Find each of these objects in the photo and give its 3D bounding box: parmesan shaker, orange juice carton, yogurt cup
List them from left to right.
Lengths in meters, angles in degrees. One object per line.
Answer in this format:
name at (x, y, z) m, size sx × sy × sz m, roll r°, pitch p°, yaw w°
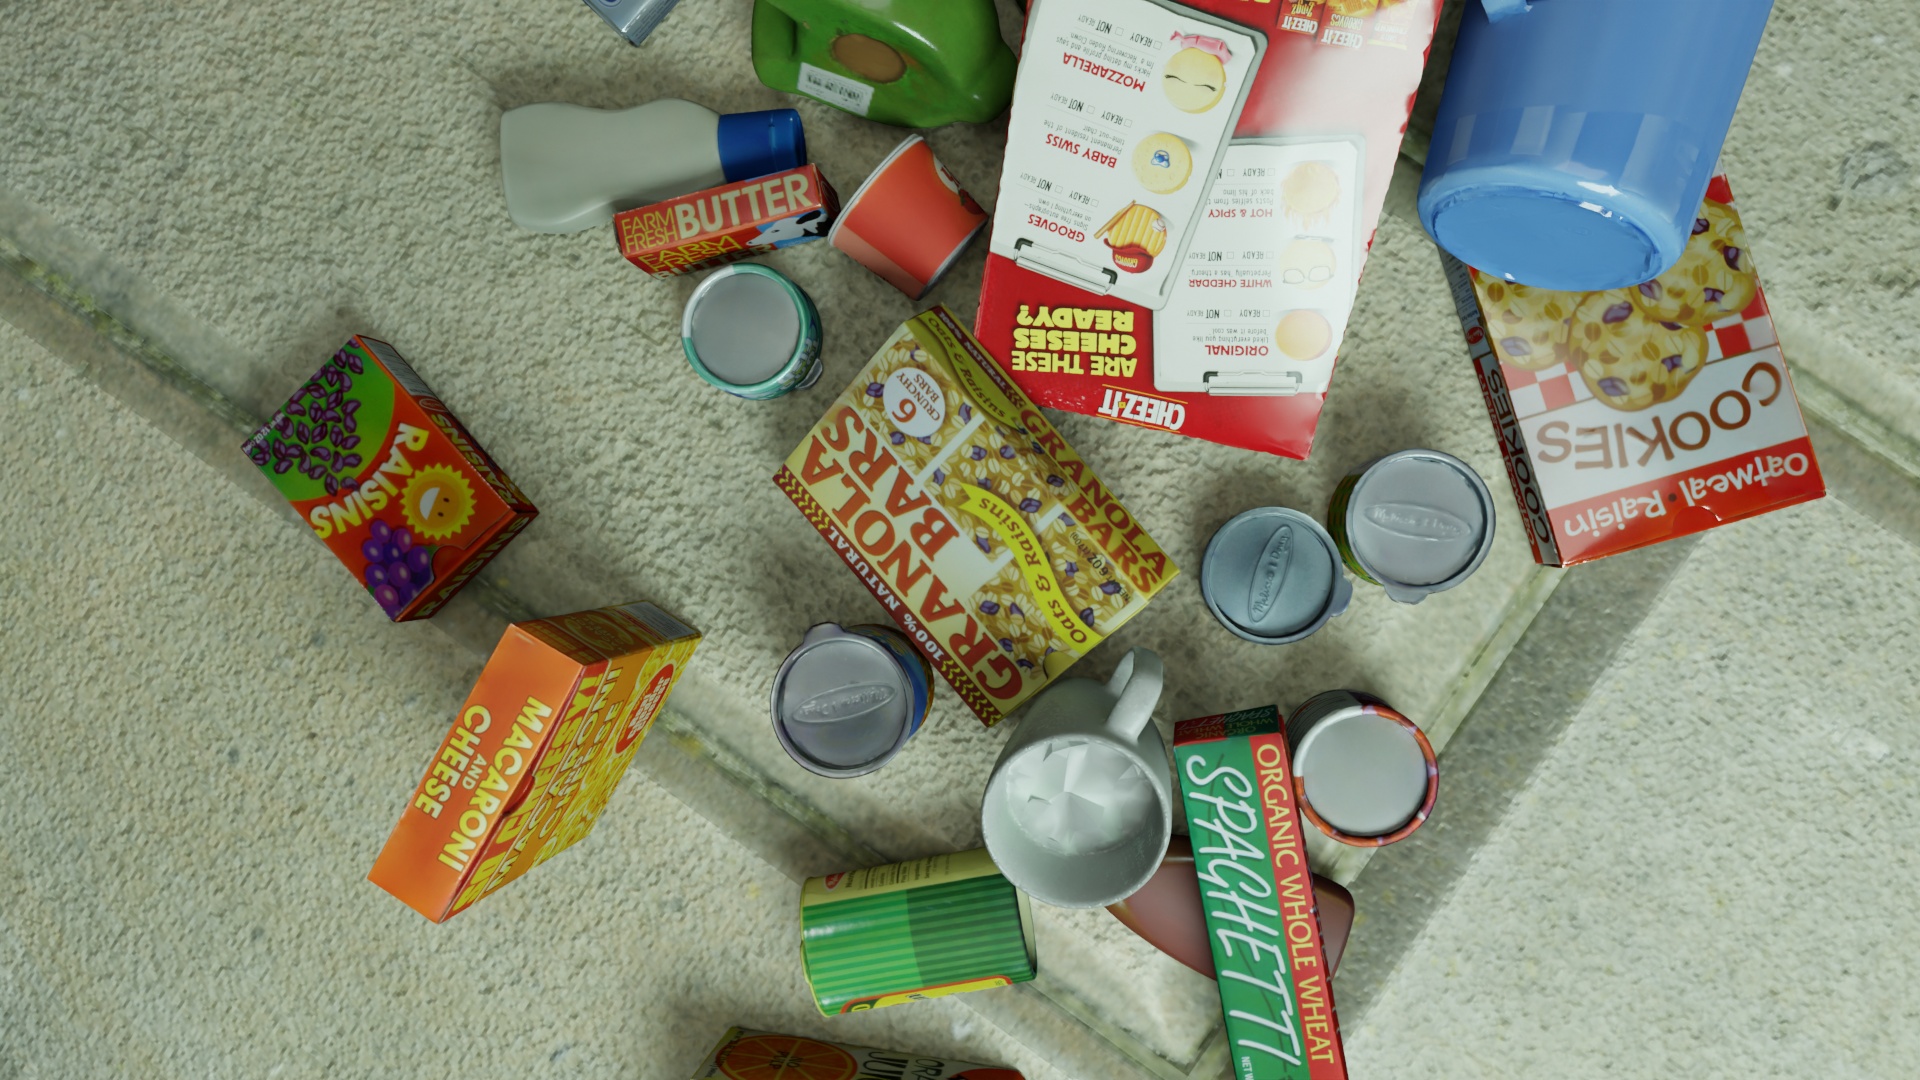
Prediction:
orange juice carton at (-0.031, 0.294, 0.666) m, size 0.193 × 0.072 × 0.073 m, roll 7°, pitch 91°, yaw 6°
yogurt cup at (-0.023, -0.154, 0.674) m, size 0.054 × 0.072 × 0.072 m, roll 41°, pitch 94°, yaw -4°
parmesan shaker at (-0.019, 0.187, 0.666) m, size 0.103 × 0.071 × 0.071 m, roll -11°, pitch 89°, yaw 5°

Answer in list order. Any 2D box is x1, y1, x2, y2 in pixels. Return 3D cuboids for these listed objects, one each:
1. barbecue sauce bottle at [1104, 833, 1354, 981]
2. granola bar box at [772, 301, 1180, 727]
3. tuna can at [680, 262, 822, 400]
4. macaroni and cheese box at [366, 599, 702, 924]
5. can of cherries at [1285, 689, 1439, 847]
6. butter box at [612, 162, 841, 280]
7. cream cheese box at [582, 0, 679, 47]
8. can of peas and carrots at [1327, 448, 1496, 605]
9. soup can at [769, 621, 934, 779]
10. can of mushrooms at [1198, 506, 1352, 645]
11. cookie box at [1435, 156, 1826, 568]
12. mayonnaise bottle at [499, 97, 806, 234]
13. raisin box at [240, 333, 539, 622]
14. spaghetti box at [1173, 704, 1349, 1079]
barbecue sauce bottle at (0.108, 0.171, 0.668) m, size 0.148 × 0.044 × 0.064 m, roll 20°, pitch 96°, yaw 6°
granola bar box at (0.002, -0.008, 0.651) m, size 0.165 × 0.039 × 0.123 m, roll 49°, pitch 129°, yaw 4°
tuna can at (-0.103, -0.103, 0.696) m, size 0.071 × 0.033 × 0.071 m, roll 0°, pitch 89°, yaw 6°
macaroni and cheese box at (-0.185, 0.092, 0.635) m, size 0.040 × 0.166 × 0.123 m, roll 30°, pitch 93°, yaw 4°
can of cherries at (0.188, 0.108, 0.653) m, size 0.071 × 0.058 × 0.071 m, roll 0°, pitch 90°, yaw 6°
butter box at (-0.113, -0.157, 0.687) m, size 0.103 × 0.053 × 0.024 m, roll -13°, pitch 87°, yaw 5°
cream cheese box at (-0.152, -0.308, 0.706) m, size 0.053 × 0.024 × 0.104 m, roll 44°, pitch 94°, yaw 5°
can of peas and carrots at (0.209, -0.006, 0.652) m, size 0.071 × 0.059 × 0.071 m, roll 0°, pitch 91°, yaw 6°
soup can at (-0.050, 0.071, 0.664) m, size 0.071 × 0.084 × 0.071 m, roll 0°, pitch 90°, yaw 5°
can of mushrooms at (0.151, 0.018, 0.670) m, size 0.071 × 0.033 × 0.071 m, roll 0°, pitch 89°, yaw 6°
cookie box at (0.311, -0.083, 0.651) m, size 0.123 × 0.040 × 0.167 m, roll -17°, pitch 88°, yaw 5°
mayonnaise bottle at (-0.153, -0.192, 0.698) m, size 0.148 × 0.041 × 0.064 m, roll -4°, pitch 91°, yaw 4°
raisin box at (-0.290, -0.031, 0.711) m, size 0.086 × 0.040 × 0.123 m, roll -42°, pitch 87°, yaw 3°
spaghetti box at (0.142, 0.199, 0.628) m, size 0.050 × 0.029 × 0.249 m, roll -10°, pitch 99°, yaw 13°
